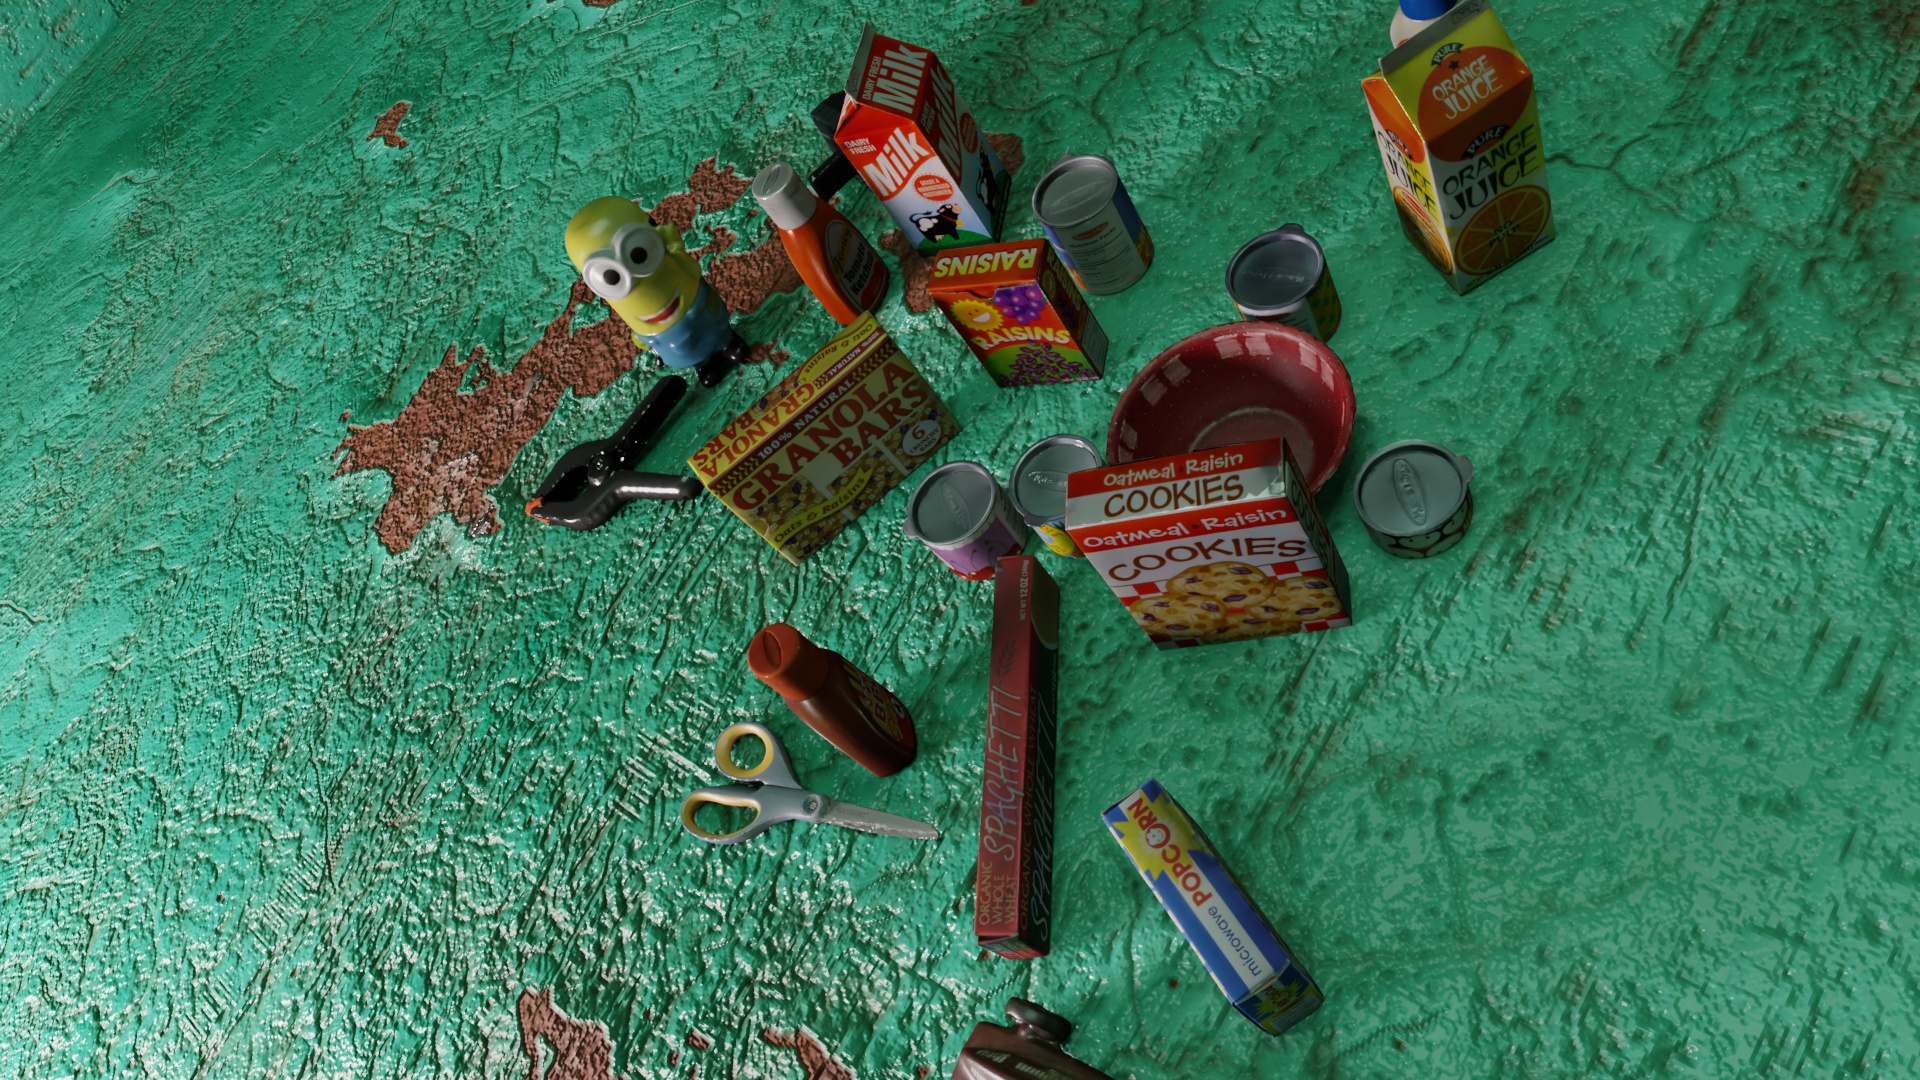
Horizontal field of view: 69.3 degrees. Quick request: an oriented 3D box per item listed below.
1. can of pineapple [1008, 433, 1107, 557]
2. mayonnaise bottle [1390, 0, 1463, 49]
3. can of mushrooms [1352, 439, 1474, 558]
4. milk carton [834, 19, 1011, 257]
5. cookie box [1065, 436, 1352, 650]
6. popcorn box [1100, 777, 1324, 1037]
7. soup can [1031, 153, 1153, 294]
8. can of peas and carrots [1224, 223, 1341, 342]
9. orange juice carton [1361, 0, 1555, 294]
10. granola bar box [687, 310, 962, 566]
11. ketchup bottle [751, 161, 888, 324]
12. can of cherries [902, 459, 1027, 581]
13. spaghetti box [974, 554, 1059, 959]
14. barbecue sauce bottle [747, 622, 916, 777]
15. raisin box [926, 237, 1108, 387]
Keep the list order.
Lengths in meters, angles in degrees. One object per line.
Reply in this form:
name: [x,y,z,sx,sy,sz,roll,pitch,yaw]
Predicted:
can of pineapple: [0.072,-0.028,0.932,0.071,0.057,0.071,-13,57,21]
mayonnaise bottle: [0.318,-0.331,0.925,0.065,0.147,0.041,29,78,37]
can of mushrooms: [0.275,-0.025,0.837,0.071,0.033,0.071,-13,57,21]
milk carton: [-0.035,-0.307,1.072,0.073,0.190,0.072,-3,61,27]
cookie box: [0.147,0.006,0.802,0.123,0.167,0.040,-10,58,24]
popcorn box: [0.136,0.197,0.746,0.038,0.085,0.127,-39,51,3]
soup can: [0.098,-0.234,1.025,0.071,0.083,0.071,-13,57,21]
can of peas and carrots: [0.219,-0.168,0.937,0.071,0.058,0.071,-13,57,21]
orange juice carton: [0.304,-0.246,0.852,0.072,0.192,0.073,-33,52,8]
granola bar box: [-0.094,-0.070,1.004,0.165,0.124,0.039,-40,51,2]
ketchup bottle: [-0.111,-0.236,1.097,0.043,0.148,0.065,7,66,32]
can of cherries: [0.003,-0.012,0.959,0.071,0.058,0.072,-13,57,21]
spaghetti box: [0.037,0.129,0.862,0.028,0.050,0.251,-10,58,23]
barbecue sauce bottle: [-0.081,0.099,0.881,0.043,0.148,0.065,-32,52,8]
raisin box: [0.042,-0.158,0.985,0.086,0.123,0.040,0,63,28]
